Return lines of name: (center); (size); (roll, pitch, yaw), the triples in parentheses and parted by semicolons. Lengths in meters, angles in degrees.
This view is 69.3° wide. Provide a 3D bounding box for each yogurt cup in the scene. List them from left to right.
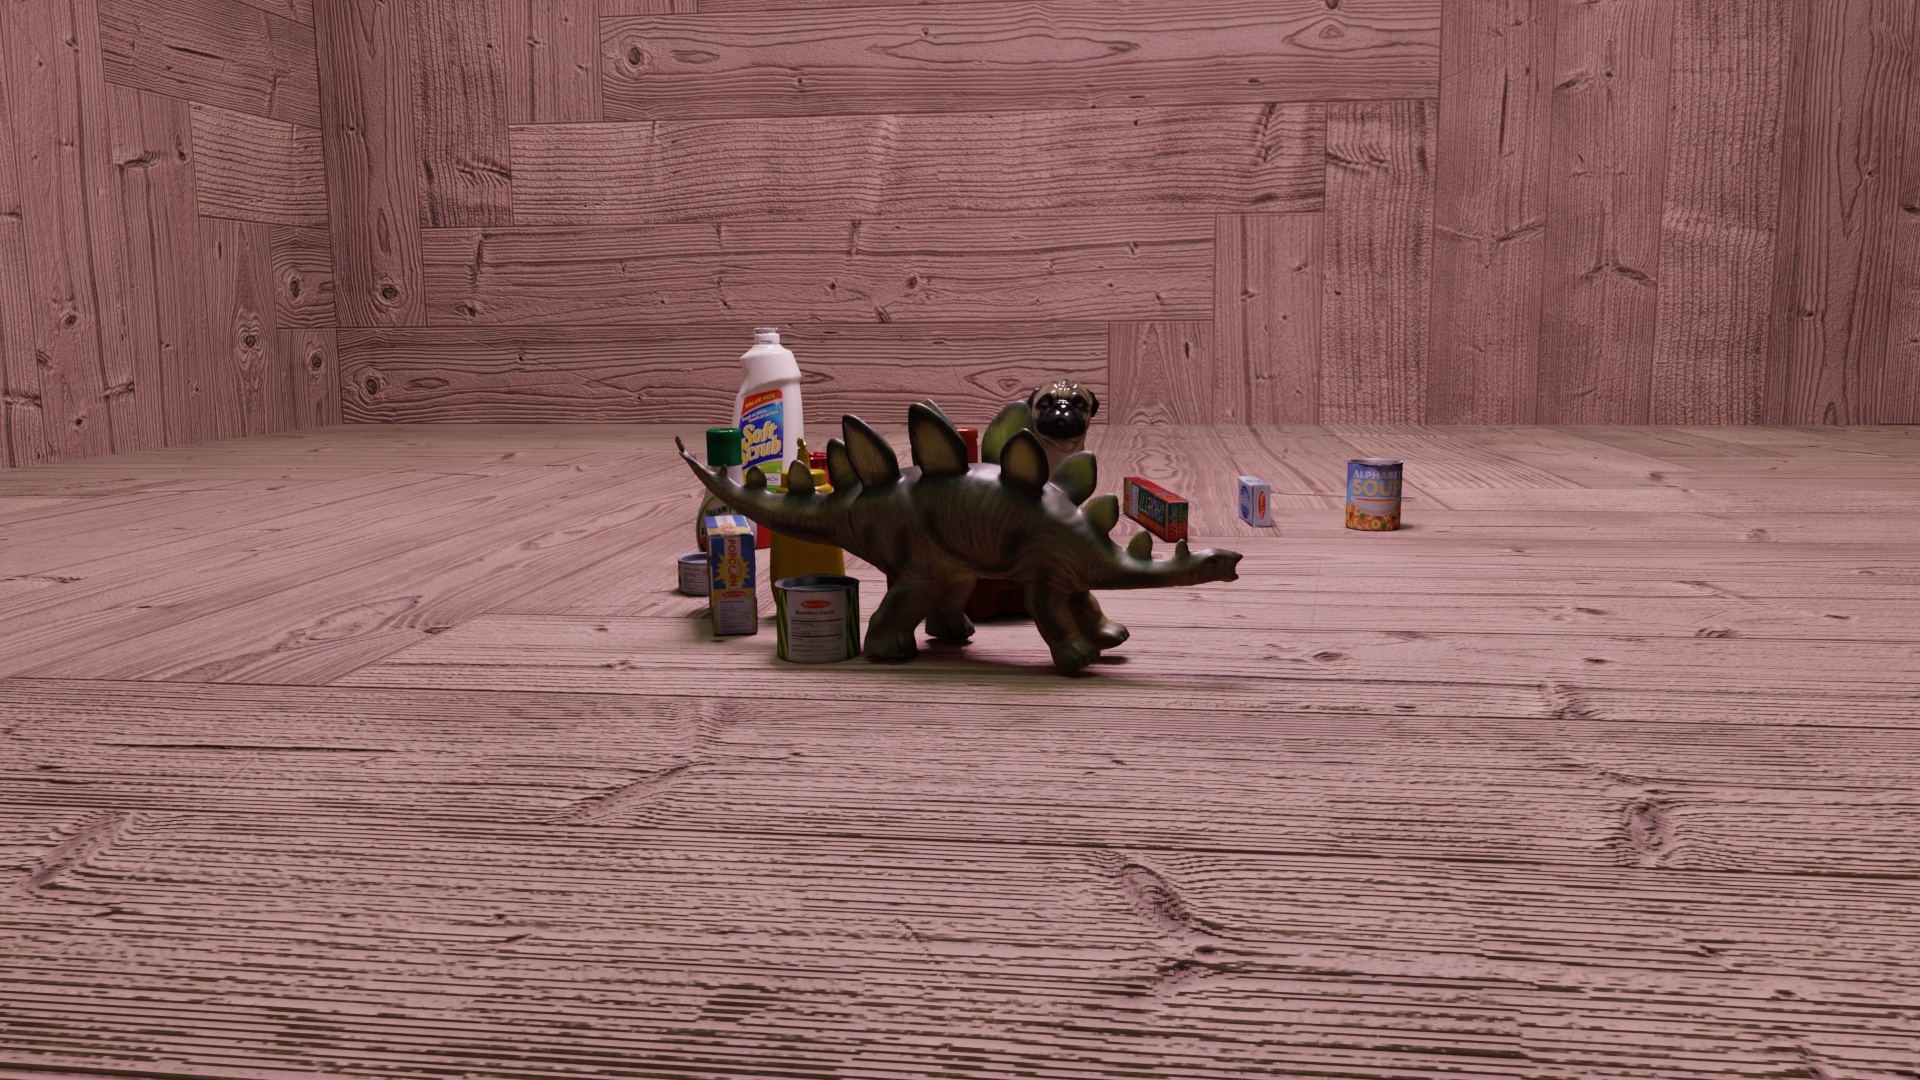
yogurt cup: (-0.243, -0.020, 1.609); (0.072, 0.054, 0.072); (0, 9, 0)

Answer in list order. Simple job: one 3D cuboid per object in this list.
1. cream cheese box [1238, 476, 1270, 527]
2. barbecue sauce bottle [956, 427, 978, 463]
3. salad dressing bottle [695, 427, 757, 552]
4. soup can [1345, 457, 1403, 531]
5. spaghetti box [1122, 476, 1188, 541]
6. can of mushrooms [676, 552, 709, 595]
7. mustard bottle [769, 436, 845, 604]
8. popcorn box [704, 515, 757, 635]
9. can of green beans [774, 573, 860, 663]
cream cheese box: (0.373, -0.050, 1.767); (0.024, 0.053, 0.104); (0, 9, 2)
barbecue sauce bottle: (0.000, -0.042, 1.440); (0.044, 0.148, 0.065); (-1, 9, -5)
salad dressing bottle: (-0.248, -0.044, 1.468); (0.064, 0.147, 0.044); (1, 9, 11)
soup can: (0.508, -0.056, 1.703); (0.071, 0.083, 0.071); (0, 9, 0)
spaghetti box: (0.240, -0.041, 1.729); (0.029, 0.050, 0.250); (-1, 9, -5)
can of mushrooms: (-0.241, 0.031, 1.354); (0.071, 0.033, 0.071); (0, 9, 0)
mustard bottle: (-0.135, -0.012, 1.218); (0.065, 0.160, 0.049); (-4, 9, -20)
popcorn box: (-0.201, 0.028, 1.210); (0.038, 0.085, 0.127); (-2, 9, -12)
can of green beans: (-0.111, 0.061, 1.087); (0.071, 0.057, 0.071); (0, 9, 0)
